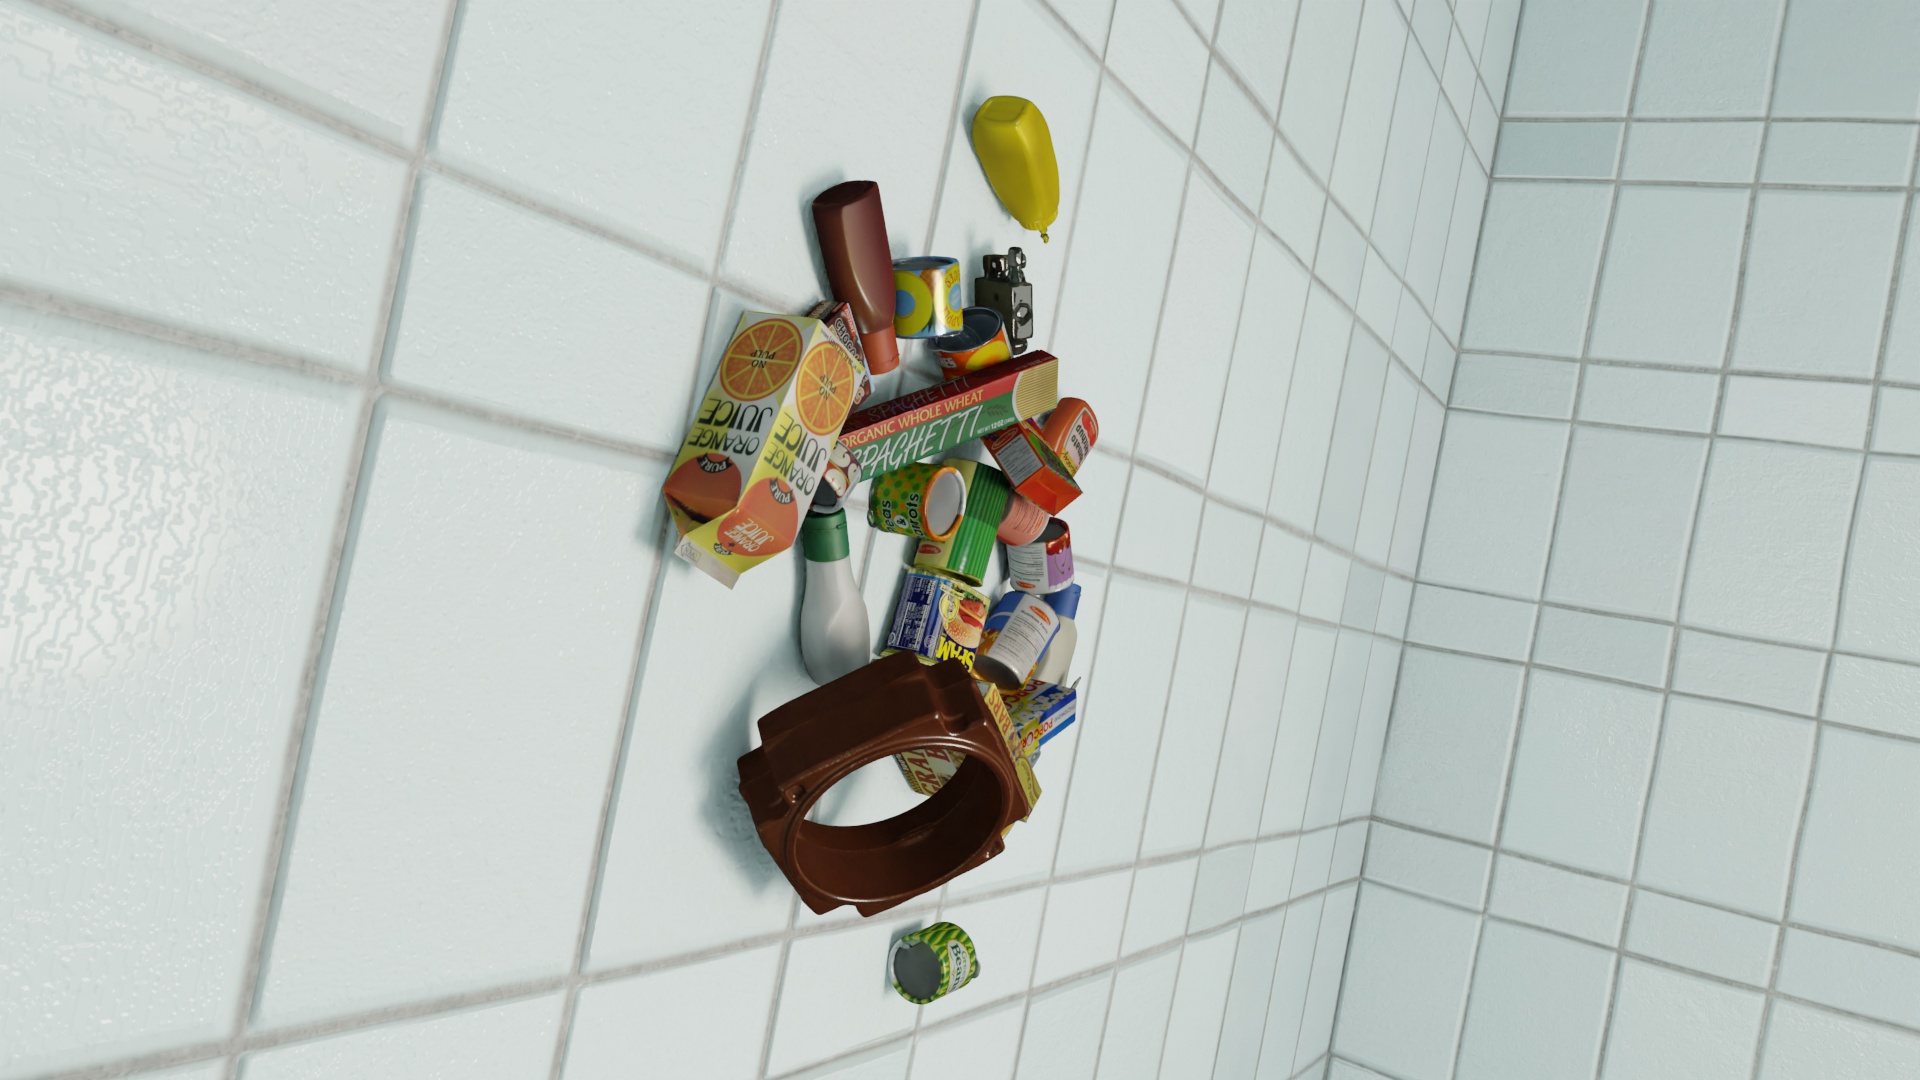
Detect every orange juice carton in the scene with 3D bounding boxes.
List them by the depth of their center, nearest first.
[{"bbox_3d":[-0.146,-0.063,0.997,0.071,0.073,0.193,45,61,-54],"label":"orange juice carton"}]

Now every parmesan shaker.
[{"bbox_3d":[0.004,-0.016,1.259,0.071,0.071,0.103,34,70,-57],"label":"parmesan shaker"}]

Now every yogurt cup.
[{"bbox_3d":[0.044,-0.032,1.329,0.054,0.072,0.072,18,83,-51],"label":"yogurt cup"}]

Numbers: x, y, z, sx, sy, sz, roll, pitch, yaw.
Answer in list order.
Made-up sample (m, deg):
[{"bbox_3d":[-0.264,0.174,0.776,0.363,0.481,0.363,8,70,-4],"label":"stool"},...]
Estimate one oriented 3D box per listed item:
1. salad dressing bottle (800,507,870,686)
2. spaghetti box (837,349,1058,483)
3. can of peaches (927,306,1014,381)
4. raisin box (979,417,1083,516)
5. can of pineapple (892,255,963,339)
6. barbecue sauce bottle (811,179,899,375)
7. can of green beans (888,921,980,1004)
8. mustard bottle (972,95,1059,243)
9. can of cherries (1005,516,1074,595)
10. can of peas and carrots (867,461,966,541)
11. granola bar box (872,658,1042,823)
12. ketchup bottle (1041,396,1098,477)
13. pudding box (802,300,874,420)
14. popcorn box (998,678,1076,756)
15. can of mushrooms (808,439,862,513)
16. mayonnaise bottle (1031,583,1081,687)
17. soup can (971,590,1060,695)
[{"bbox_3d":[-0.104,0.045,1.126,0.064,0.044,0.147,-28,121,-50],"label":"salad dressing bottle"},{"bbox_3d":[-0.016,-0.104,1.169,0.251,0.029,0.050,-24,127,-34],"label":"spaghetti box"},{"bbox_3d":[0.011,-0.165,1.235,0.071,0.071,0.057,-57,142,-33],"label":"can of peaches"},{"bbox_3d":[0.053,-0.089,1.276,0.040,0.124,0.086,-39,150,14],"label":"raisin box"},{"bbox_3d":[-0.030,-0.202,1.151,0.071,0.071,0.057,-32,125,-51],"label":"can of pineapple"},{"bbox_3d":[-0.078,-0.204,1.098,0.065,0.043,0.147,-50,139,-47],"label":"barbecue sauce bottle"},{"bbox_3d":[-0.027,0.405,1.333,0.058,0.071,0.071,2,97,-59],"label":"can of green beans"},{"bbox_3d":[0.059,-0.332,1.271,0.049,0.065,0.159,-59,149,-21],"label":"mustard bottle"},{"bbox_3d":[0.081,0.013,1.398,0.072,0.071,0.058,-39,129,-48],"label":"can of cherries"},{"bbox_3d":[-0.037,-0.034,1.198,0.071,0.059,0.070,-23,117,-54],"label":"can of peas and carrots"},{"bbox_3d":[-0.007,0.179,1.243,0.039,0.124,0.164,-59,143,-33],"label":"granola bar box"},{"bbox_3d":[0.091,-0.076,1.412,0.149,0.043,0.064,-57,142,-32],"label":"ketchup bottle"},{"bbox_3d":[-0.101,-0.140,1.091,0.050,0.030,0.083,-52,139,-40],"label":"pudding box"},{"bbox_3d":[0.048,0.175,1.371,0.127,0.085,0.038,-25,121,-53],"label":"popcorn box"},{"bbox_3d":[-0.113,-0.055,1.062,0.033,0.071,0.070,-59,144,-28],"label":"can of mushrooms"},{"bbox_3d":[0.095,0.116,1.476,0.064,0.041,0.148,26,75,-51],"label":"mayonnaise bottle"},{"bbox_3d":[0.050,0.103,1.377,0.084,0.071,0.071,-56,142,-33],"label":"soup can"}]
